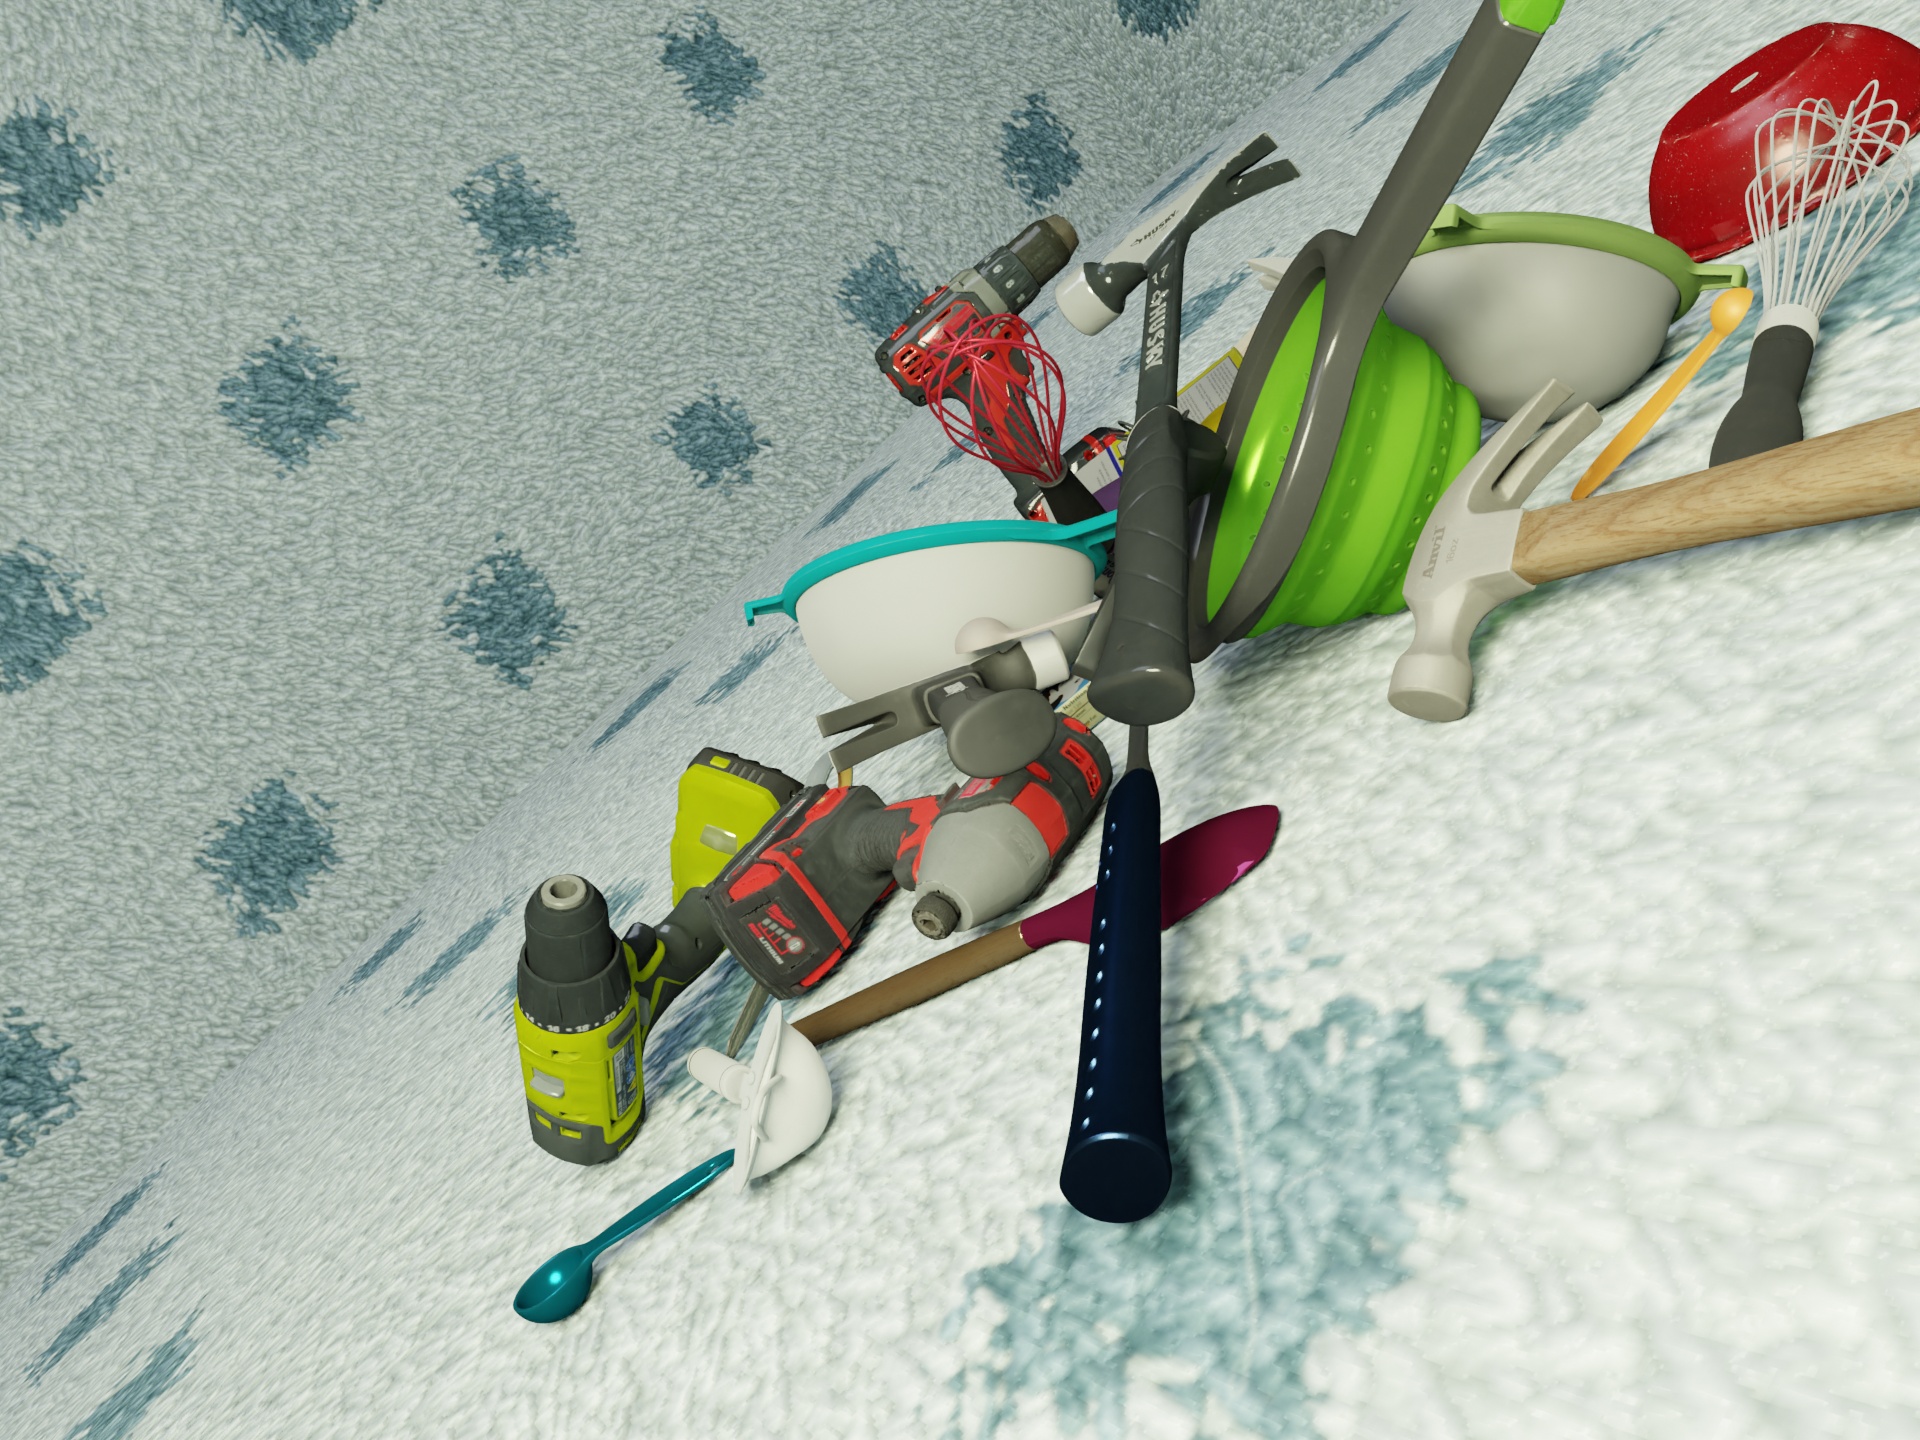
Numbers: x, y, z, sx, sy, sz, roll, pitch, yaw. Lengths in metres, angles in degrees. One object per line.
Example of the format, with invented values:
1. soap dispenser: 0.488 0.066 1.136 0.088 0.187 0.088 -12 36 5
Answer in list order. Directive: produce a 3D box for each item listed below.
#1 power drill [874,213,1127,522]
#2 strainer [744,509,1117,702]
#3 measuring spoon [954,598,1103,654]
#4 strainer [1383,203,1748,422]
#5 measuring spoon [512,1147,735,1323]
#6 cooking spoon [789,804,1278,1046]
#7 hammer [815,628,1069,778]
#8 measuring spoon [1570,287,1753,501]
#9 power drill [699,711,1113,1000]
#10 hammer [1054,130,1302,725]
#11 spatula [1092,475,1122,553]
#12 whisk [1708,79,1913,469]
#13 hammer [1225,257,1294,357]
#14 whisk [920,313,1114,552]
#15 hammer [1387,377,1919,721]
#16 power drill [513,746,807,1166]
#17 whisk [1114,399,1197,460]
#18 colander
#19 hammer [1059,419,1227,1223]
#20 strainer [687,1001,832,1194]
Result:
1. power drill: 0.067 -0.272 1.284 0.188 0.226 0.080 -41 15 4
2. strainer: 0.042 -0.063 0.975 0.340 0.095 0.210 -16 -14 40
3. measuring spoon: 0.052 -0.062 0.895 0.124 0.018 0.034 -17 6 21
4. strainer: 0.258 -0.176 0.805 0.256 0.151 0.069 151 128 -82
5. measuring spoon: -0.157 0.252 0.773 0.128 0.021 0.042 -34 13 -6
6. cooking spoon: 0.013 0.107 0.737 0.319 0.017 0.069 -30 18 35
7. hammer: -0.001 -0.002 0.771 0.146 0.035 0.335 -21 5 -2
8. measuring spoon: 0.286 -0.133 0.659 0.021 0.011 0.116 -64 1 -41
9. power drill: -0.032 0.075 0.831 0.219 0.078 0.143 -21 20 45
10. hammer: 0.094 -0.142 0.724 0.149 0.036 0.409 -34 29 32
11. spatula: 0.034 -0.105 1.115 0.316 0.018 0.060 -25 56 31
12. whisk: 0.340 -0.175 0.649 0.070 0.070 0.285 -23 28 51
13. hammer: 0.130 -0.196 1.218 0.410 0.038 0.146 -44 35 1
14. whisk: 0.046 -0.153 0.925 0.073 0.073 0.295 -40 -24 5
15. hammer: 0.283 -0.081 0.516 0.331 0.031 0.130 -12 55 55
16. power drill: -0.173 0.117 0.914 0.229 0.080 0.190 -52 -25 -48
17. whisk: 0.117 -0.160 0.903 0.055 0.055 0.239 -39 6 9
18. colander: 0.190 -0.151 0.665 0.396 0.094 0.205 112 174 -60
19. hammer: 0.071 0.027 0.652 0.406 0.035 0.144 -78 6 -53
20. strainer: -0.106 0.180 0.790 0.258 0.050 0.087 163 121 -70
